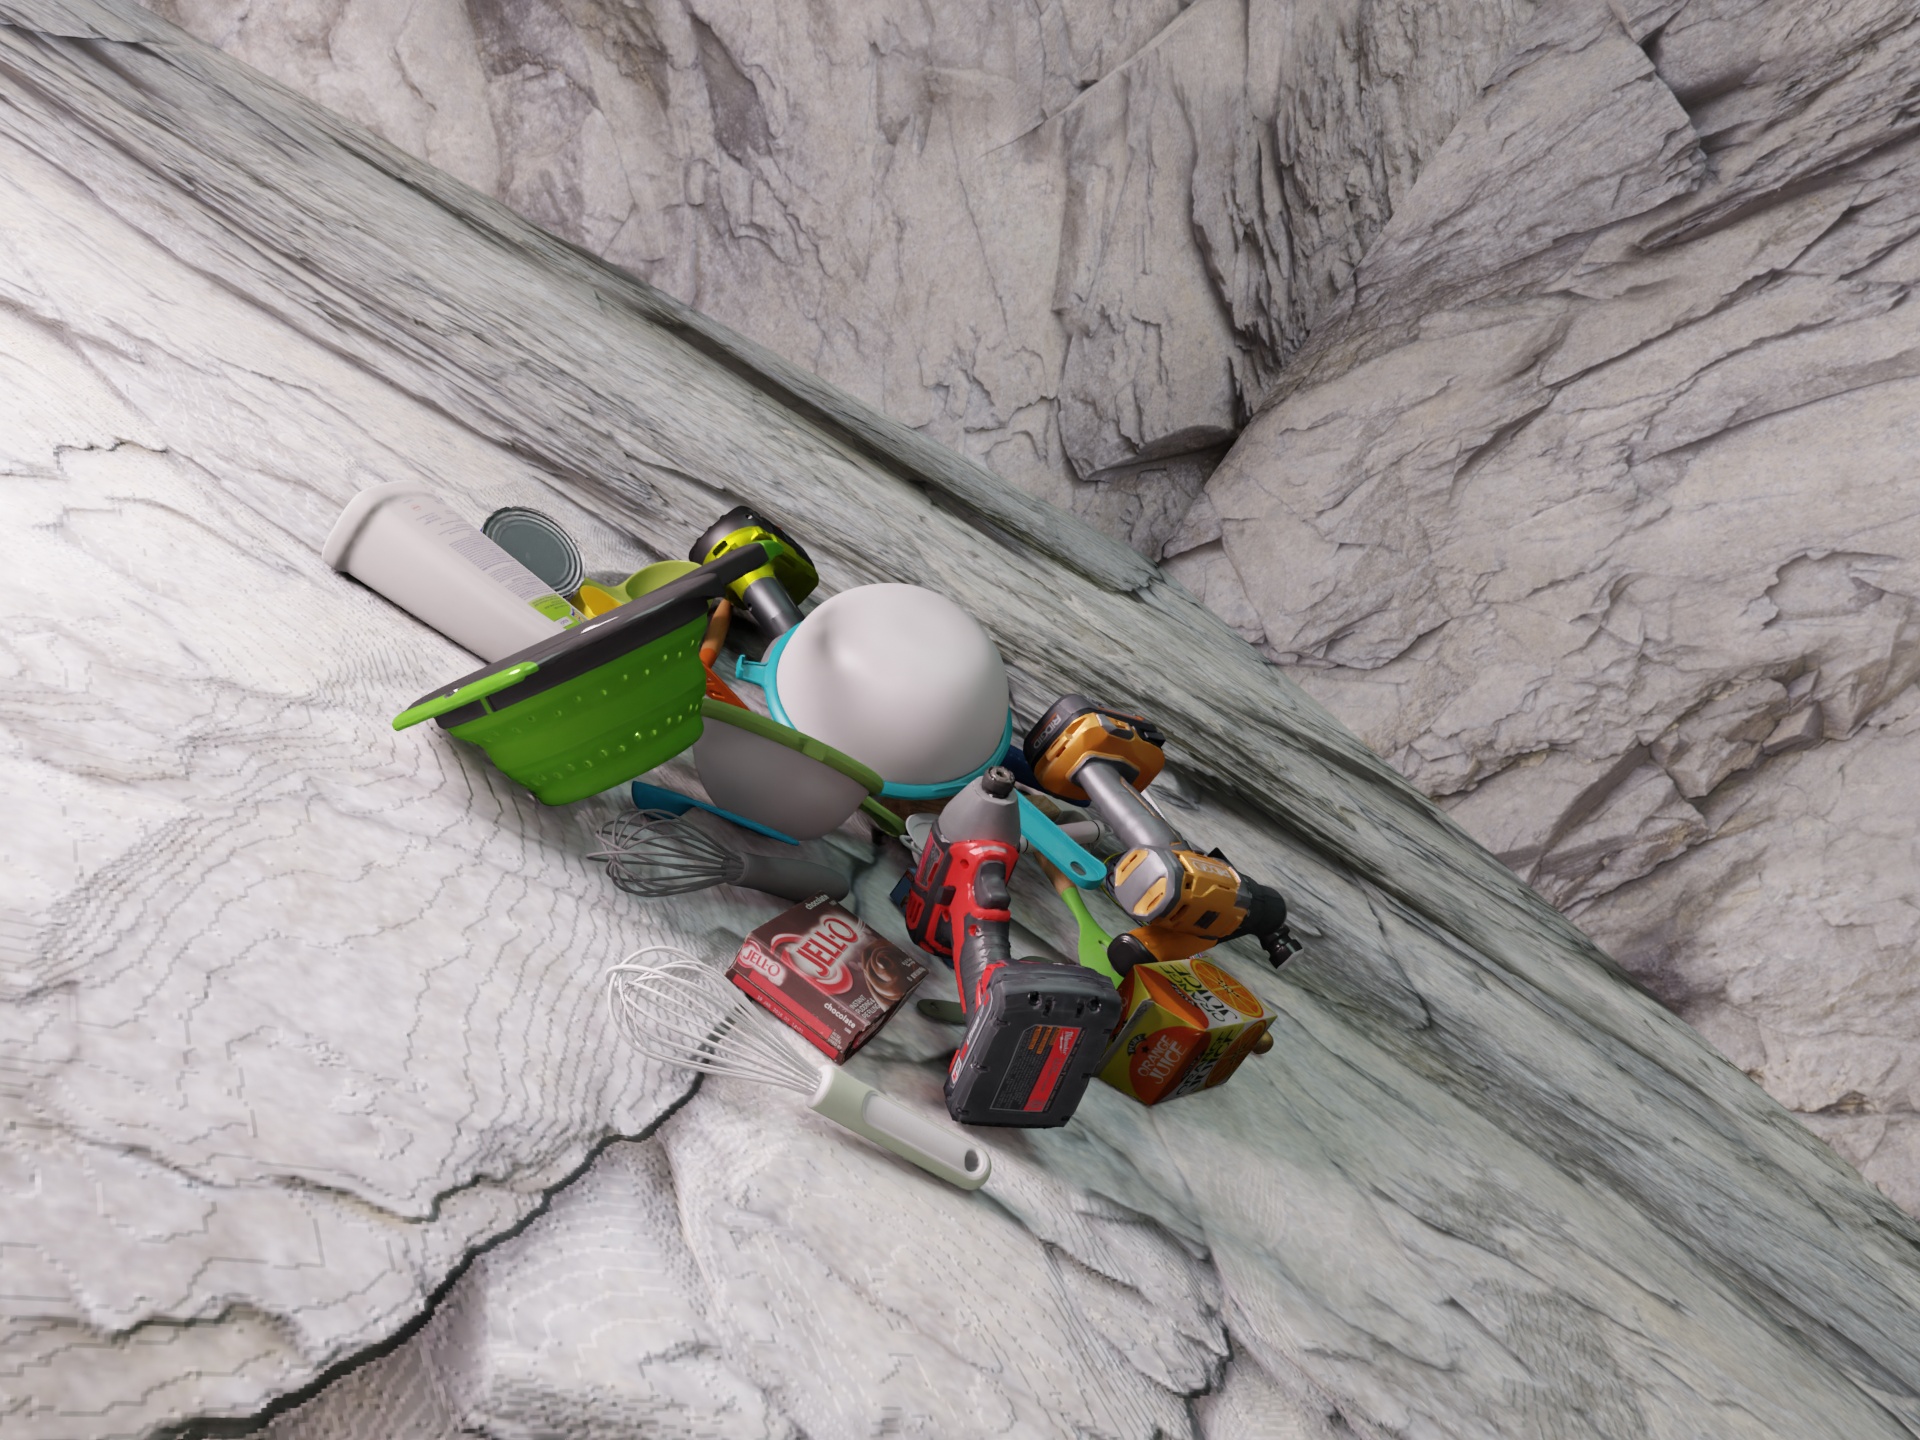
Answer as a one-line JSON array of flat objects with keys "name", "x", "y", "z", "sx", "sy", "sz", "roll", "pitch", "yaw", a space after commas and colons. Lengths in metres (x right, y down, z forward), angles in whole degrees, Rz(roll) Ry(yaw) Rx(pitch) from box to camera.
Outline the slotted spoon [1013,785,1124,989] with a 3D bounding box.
[{"name": "slotted spoon", "x": 0.080, "y": 0.127, "z": 1.344, "sx": 0.070, "sy": 0.031, "sz": 0.314, "roll": 19, "pitch": 27, "yaw": -38}]

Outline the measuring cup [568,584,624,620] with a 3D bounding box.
[{"name": "measuring cup", "x": -0.254, "y": -0.043, "z": 1.265, "sx": 0.156, "sy": 0.029, "sz": 0.062, "roll": 47, "pitch": 15, "yaw": 1}]

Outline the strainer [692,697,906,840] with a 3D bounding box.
[{"name": "strainer", "x": -0.113, "y": 0.063, "z": 1.164, "sx": 0.151, "sy": 0.069, "sz": 0.256, "roll": 17, "pitch": -13, "yaw": 31}]

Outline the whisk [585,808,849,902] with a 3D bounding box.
[{"name": "whisk", "x": -0.145, "y": 0.096, "z": 1.014, "sx": 0.055, "sy": 0.055, "sz": 0.238, "roll": 44, "pitch": 13, "yaw": 32}]

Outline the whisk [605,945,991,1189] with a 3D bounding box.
[{"name": "whisk", "x": -0.081, "y": 0.190, "z": 0.845, "sx": 0.246, "sy": 0.059, "sz": 0.058, "roll": 33, "pitch": 53, "yaw": -20}]

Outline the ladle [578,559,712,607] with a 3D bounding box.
[{"name": "ladle", "x": -0.339, "y": -0.134, "z": 1.293, "sx": 0.320, "sy": 0.062, "sz": 0.078, "roll": 16, "pitch": 24, "yaw": -44}]

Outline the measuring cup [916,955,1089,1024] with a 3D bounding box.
[{"name": "measuring cup", "x": 0.034, "y": 0.191, "z": 1.097, "sx": 0.167, "sy": 0.038, "sz": 0.083, "roll": 17, "pitch": 23, "yaw": -48}]

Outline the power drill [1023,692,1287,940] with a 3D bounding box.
[{"name": "power drill", "x": 0.168, "y": 0.090, "z": 1.324, "sx": 0.185, "sy": 0.084, "sz": 0.226, "roll": 17, "pitch": 30, "yaw": -43}]

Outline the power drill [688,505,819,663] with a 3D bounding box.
[{"name": "power drill", "x": -0.148, "y": -0.082, "z": 1.463, "sx": 0.171, "sy": 0.080, "sz": 0.223, "roll": 34, "pitch": 18, "yaw": -55}]

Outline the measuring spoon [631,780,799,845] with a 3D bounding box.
[{"name": "measuring spoon", "x": -0.162, "y": 0.067, "z": 1.036, "sx": 0.129, "sy": 0.021, "sz": 0.042, "roll": 18, "pitch": -2, "yaw": 23}]

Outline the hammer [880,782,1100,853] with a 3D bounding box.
[{"name": "hammer", "x": 0.030, "y": 0.081, "z": 1.450, "sx": 0.130, "sy": 0.031, "sz": 0.331, "roll": 41, "pitch": 16, "yaw": 25}]

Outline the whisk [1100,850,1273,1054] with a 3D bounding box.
[{"name": "whisk", "x": 0.198, "y": 0.205, "z": 1.420, "sx": 0.047, "sy": 0.051, "sz": 0.245, "roll": -4, "pitch": 40, "yaw": -34}]

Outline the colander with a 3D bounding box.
[{"name": "colander", "x": -0.199, "y": -0.036, "z": 1.053, "sx": 0.094, "sy": 0.204, "sz": 0.397, "roll": 66, "pitch": 25, "yaw": -10}]

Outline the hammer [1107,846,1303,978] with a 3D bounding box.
[{"name": "hammer", "x": 0.198, "y": 0.175, "z": 1.355, "sx": 0.127, "sy": 0.034, "sz": 0.336, "roll": 50, "pitch": 20, "yaw": 19}]

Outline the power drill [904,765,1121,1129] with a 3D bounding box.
[{"name": "power drill", "x": 0.023, "y": 0.137, "z": 1.008, "sx": 0.078, "sy": 0.143, "sz": 0.220, "roll": 8, "pitch": 32, "yaw": -20}]

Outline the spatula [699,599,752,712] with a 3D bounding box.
[{"name": "spatula", "x": -0.210, "y": -0.068, "z": 1.386, "sx": 0.081, "sy": 0.041, "sz": 0.323, "roll": 47, "pitch": 10, "yaw": -16}]

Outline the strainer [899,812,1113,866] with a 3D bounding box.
[{"name": "strainer", "x": 0.040, "y": 0.103, "z": 1.295, "sx": 0.258, "sy": 0.050, "sz": 0.087, "roll": -4, "pitch": 39, "yaw": -44}]

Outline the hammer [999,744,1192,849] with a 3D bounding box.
[{"name": "hammer", "x": 0.115, "y": 0.071, "z": 1.500, "sx": 0.405, "sy": 0.035, "sz": 0.144, "roll": 27, "pitch": 21, "yaw": -53}]

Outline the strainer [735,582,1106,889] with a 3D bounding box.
[{"name": "strainer", "x": -0.002, "y": -0.004, "z": 1.263, "sx": 0.341, "sy": 0.095, "sz": 0.211, "roll": 42, "pitch": 46, "yaw": 21}]
